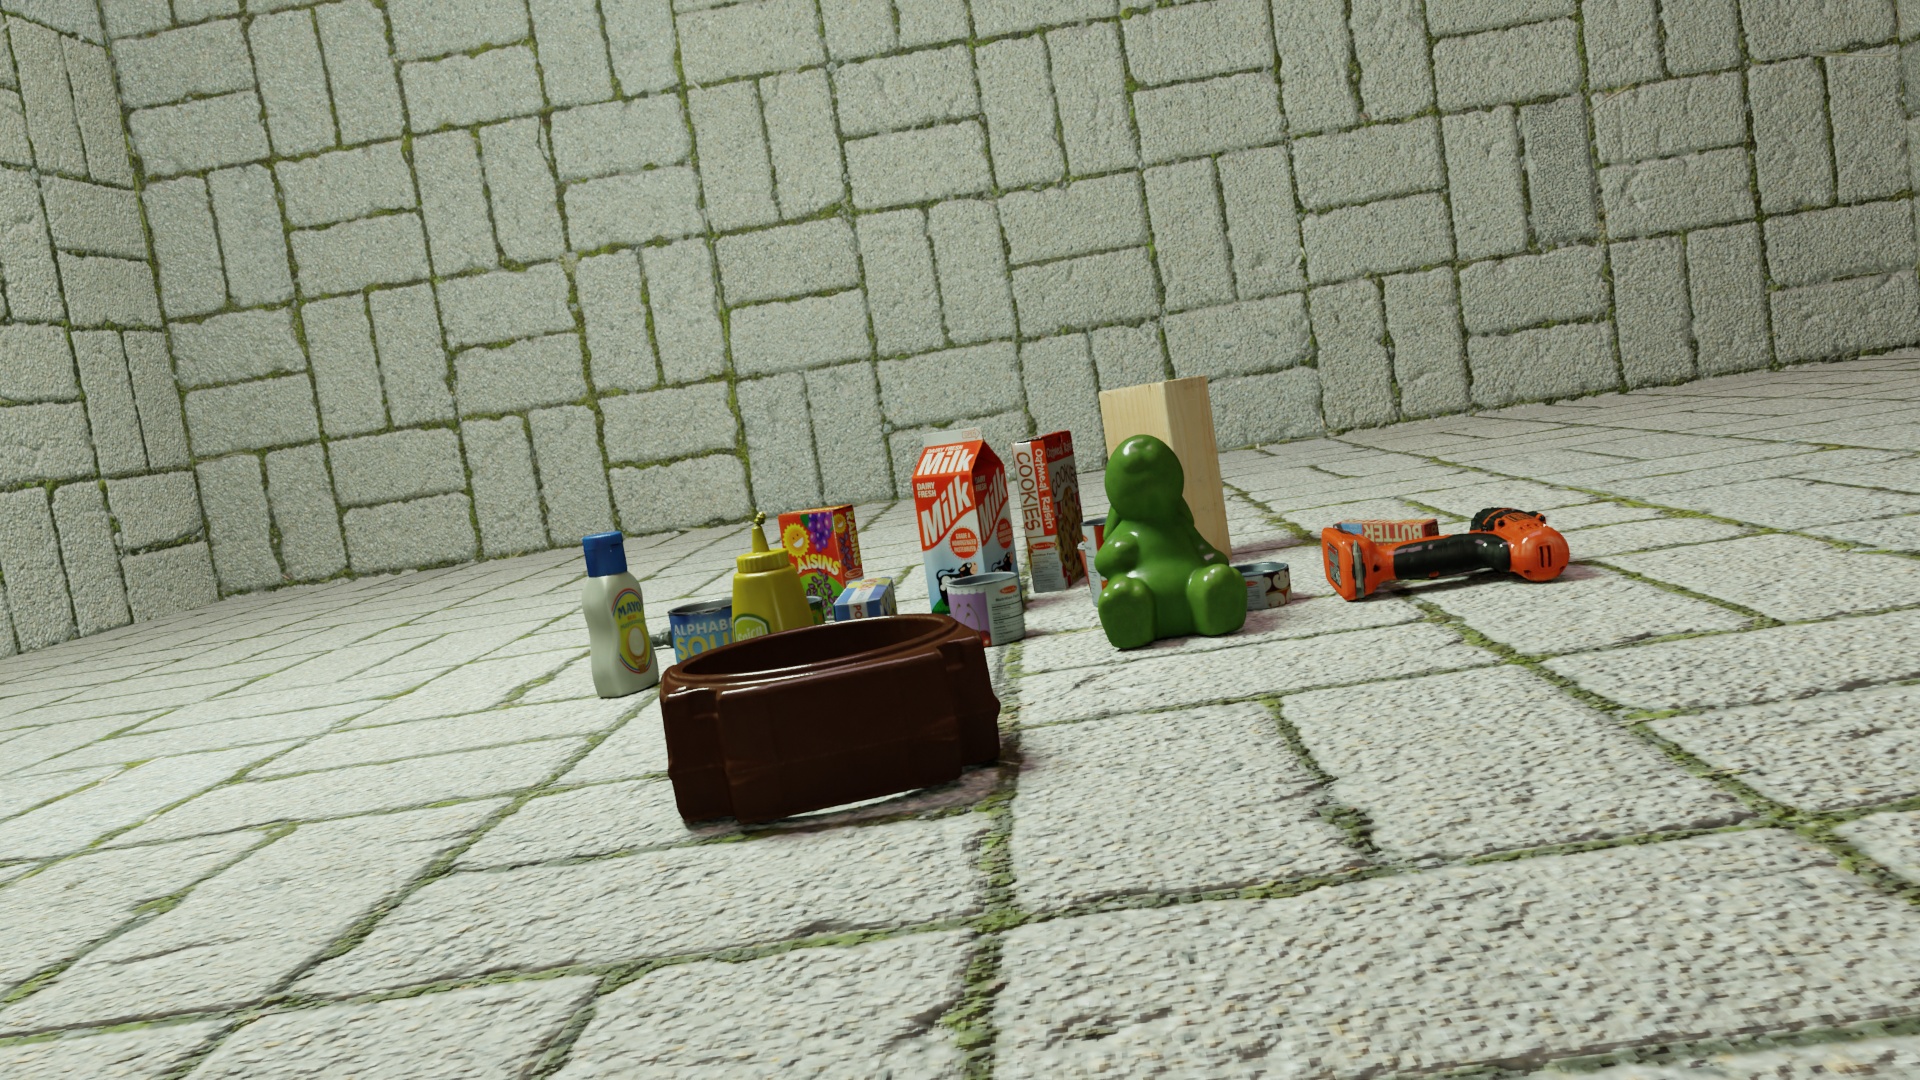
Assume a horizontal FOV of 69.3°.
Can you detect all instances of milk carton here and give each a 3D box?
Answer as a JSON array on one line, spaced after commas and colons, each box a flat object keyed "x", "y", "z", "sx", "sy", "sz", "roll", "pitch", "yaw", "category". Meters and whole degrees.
[{"x": 0.005, "y": -0.018, "z": 1.411, "sx": 0.072, "sy": 0.190, "sz": 0.074, "roll": -6, "pitch": 6, "yaw": 30, "category": "milk carton"}]

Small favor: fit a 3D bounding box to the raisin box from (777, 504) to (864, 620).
[{"x": -0.153, "y": 0.026, "z": 1.551, "sx": 0.086, "sy": 0.123, "sz": 0.040, "roll": -4, "pitch": 7, "yaw": 37, "category": "raisin box"}]

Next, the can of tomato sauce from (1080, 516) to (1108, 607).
[{"x": 0.158, "y": 0.019, "z": 1.361, "sx": 0.071, "sy": 0.083, "sz": 0.071, "roll": -9, "pitch": 6, "yaw": 1, "category": "can of tomato sauce"}]

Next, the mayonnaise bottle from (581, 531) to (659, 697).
[{"x": -0.318, "y": 0.067, "z": 1.282, "sx": 0.041, "sy": 0.148, "sz": 0.065, "roll": -6, "pitch": 6, "yaw": 30, "category": "mayonnaise bottle"}]

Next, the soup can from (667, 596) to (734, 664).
[{"x": -0.206, "y": 0.095, "z": 1.164, "sx": 0.071, "sy": 0.083, "sz": 0.071, "roll": -9, "pitch": 6, "yaw": 1, "category": "soup can"}]

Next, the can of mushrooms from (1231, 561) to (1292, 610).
[{"x": 0.263, "y": 0.040, "z": 1.242, "sx": 0.071, "sy": 0.033, "sz": 0.071, "roll": -9, "pitch": 6, "yaw": 1, "category": "can of mushrooms"}]

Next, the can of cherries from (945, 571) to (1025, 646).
[{"x": 0.022, "y": 0.063, "z": 1.262, "sx": 0.071, "sy": 0.058, "sz": 0.071, "roll": -9, "pitch": 6, "yaw": 1, "category": "can of cherries"}]

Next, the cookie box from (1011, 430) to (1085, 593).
[{"x": 0.103, "y": -0.035, "z": 1.547, "sx": 0.040, "sy": 0.167, "sz": 0.123, "roll": -7, "pitch": 6, "yaw": 19, "category": "cookie box"}]

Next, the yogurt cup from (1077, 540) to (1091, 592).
[{"x": 0.158, "y": 0.026, "z": 1.436, "sx": 0.072, "sy": 0.054, "sz": 0.072, "roll": -9, "pitch": 6, "yaw": 1, "category": "yogurt cup"}]

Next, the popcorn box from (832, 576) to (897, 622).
[{"x": -0.071, "y": 0.080, "z": 1.105, "sx": 0.038, "sy": 0.085, "sz": 0.127, "roll": -9, "pitch": 6, "yaw": 2, "category": "popcorn box"}]

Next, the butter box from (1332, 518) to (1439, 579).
[{"x": 0.392, "y": 0.008, "z": 1.273, "sx": 0.024, "sy": 0.053, "sz": 0.103, "roll": -13, "pitch": 7, "yaw": -35, "category": "butter box"}]

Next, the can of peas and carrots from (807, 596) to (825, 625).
[{"x": -0.159, "y": 0.087, "z": 1.292, "sx": 0.071, "sy": 0.058, "sz": 0.071, "roll": -9, "pitch": 6, "yaw": 1, "category": "can of peas and carrots"}]

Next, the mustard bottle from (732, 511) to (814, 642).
[{"x": -0.145, "y": 0.058, "z": 1.056, "sx": 0.065, "sy": 0.160, "sz": 0.049, "roll": -4, "pitch": 7, "yaw": 39, "category": "mustard bottle"}]
